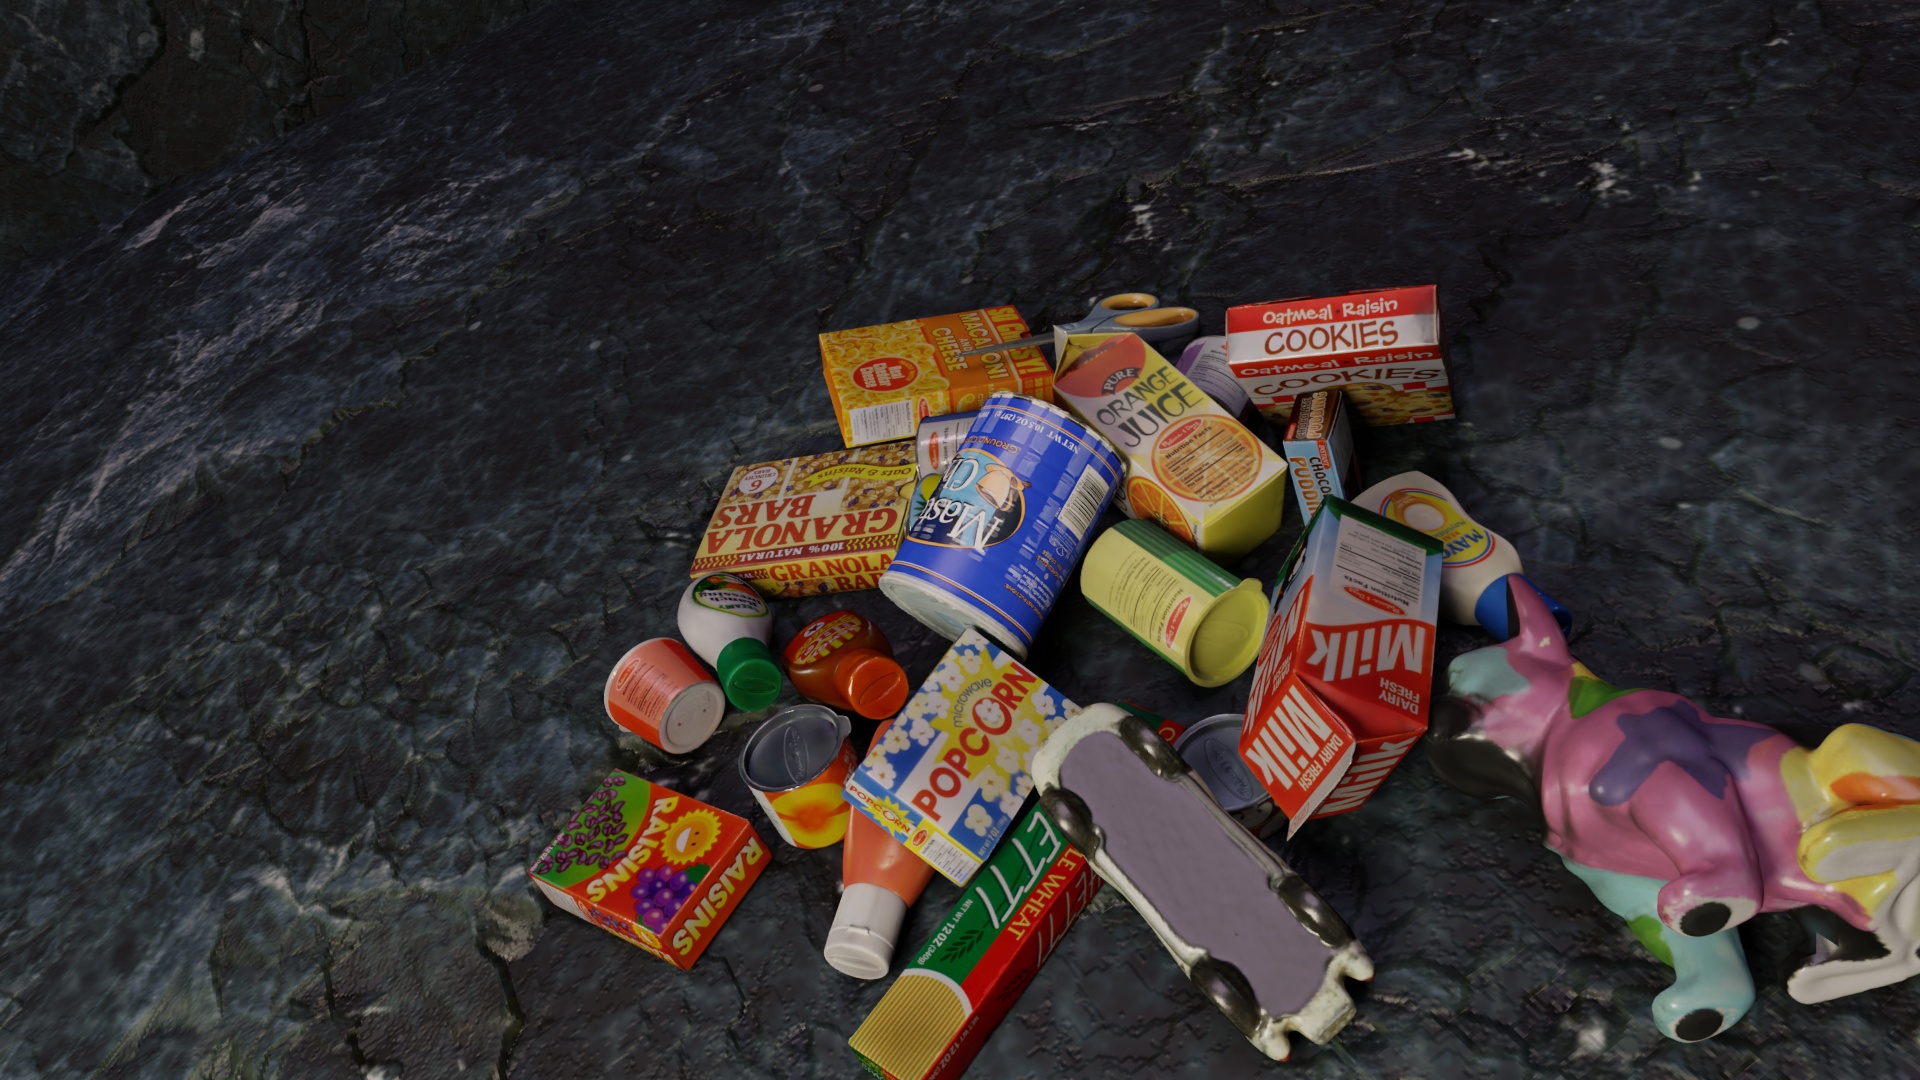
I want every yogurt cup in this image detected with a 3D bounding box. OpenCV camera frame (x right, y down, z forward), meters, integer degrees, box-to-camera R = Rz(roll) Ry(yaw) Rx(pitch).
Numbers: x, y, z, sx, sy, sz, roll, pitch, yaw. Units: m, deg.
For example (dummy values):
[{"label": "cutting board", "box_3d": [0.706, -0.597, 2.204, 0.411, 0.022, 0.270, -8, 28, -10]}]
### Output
[{"label": "yogurt cup", "box_3d": [-0.194, 0.105, 0.923, 0.054, 0.072, 0.073, 29, 61, 35]}]

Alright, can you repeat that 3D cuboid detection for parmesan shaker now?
[{"label": "parmesan shaker", "box_3d": [0.131, 0.033, 0.845, 0.071, 0.071, 0.103, -35, 39, -15]}]

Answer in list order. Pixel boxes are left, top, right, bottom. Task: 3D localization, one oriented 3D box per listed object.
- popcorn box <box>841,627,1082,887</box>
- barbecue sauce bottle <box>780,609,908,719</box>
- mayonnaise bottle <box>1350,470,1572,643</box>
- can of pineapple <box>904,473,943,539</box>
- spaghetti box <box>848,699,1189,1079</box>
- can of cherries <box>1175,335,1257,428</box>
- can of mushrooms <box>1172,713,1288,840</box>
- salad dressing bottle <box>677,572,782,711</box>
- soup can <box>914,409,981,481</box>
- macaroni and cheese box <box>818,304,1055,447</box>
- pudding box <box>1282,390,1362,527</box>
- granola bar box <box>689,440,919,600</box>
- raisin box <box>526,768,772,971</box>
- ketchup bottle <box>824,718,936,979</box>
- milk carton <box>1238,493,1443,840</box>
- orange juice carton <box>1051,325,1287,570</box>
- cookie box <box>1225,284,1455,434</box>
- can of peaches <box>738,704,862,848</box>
[{"label": "popcorn box", "box_3d": [0.002, 0.119, 0.784, 0.085, 0.038, 0.127, 36, 47, 5]}, {"label": "barbecue sauce bottle", "box_3d": [-0.068, 0.079, 0.862, 0.065, 0.043, 0.148, -35, 14, -12]}, {"label": "mayonnaise bottle", "box_3d": [0.291, 0.014, 0.812, 0.065, 0.041, 0.148, -26, 38, -9]}, {"label": "can of pineapple", "box_3d": [0.003, -0.012, 0.961, 0.058, 0.070, 0.071, 3, 45, 28]}, {"label": "spaghetti box", "box_3d": [0.040, 0.186, 0.744, 0.050, 0.028, 0.251, 19, 54, 39]}, {"label": "can of cherries", "box_3d": [0.177, -0.100, 0.984, 0.071, 0.071, 0.059, 7, 49, 32]}, {"label": "can of mushrooms", "box_3d": [0.150, 0.129, 0.754, 0.071, 0.033, 0.071, -14, 39, 11]}, {"label": "salad dressing bottle", "box_3d": [-0.152, 0.067, 0.935, 0.064, 0.044, 0.148, 10, 16, -23]}, {"label": "soup can", "box_3d": [0.018, -0.063, 1.017, 0.084, 0.071, 0.072, -6, 41, 19]}, {"label": "macaroni and cheese box", "box_3d": [-0.020, -0.134, 1.103, 0.167, 0.040, 0.124, -11, 37, -9]}, {"label": "pudding box", "box_3d": [0.231, -0.047, 0.880, 0.030, 0.083, 0.050, -2, 43, 29]}, {"label": "granola bar box", "box_3d": [-0.106, -0.014, 1.038, 0.165, 0.039, 0.125, -7, 41, 18]}, {"label": "raisin box", "box_3d": [-0.186, 0.195, 0.834, 0.123, 0.040, 0.086, 11, 48, 36]}, {"label": "ketchup bottle", "box_3d": [-0.037, 0.171, 0.784, 0.065, 0.043, 0.149, 9, 47, 11]}, {"label": "milk carton", "box_3d": [0.201, 0.068, 0.735, 0.073, 0.072, 0.192, 23, 43, 3]}, {"label": "orange juice carton", "box_3d": [0.123, -0.068, 0.922, 0.073, 0.071, 0.193, -34, 58, -14]}, {"label": "cookie box", "box_3d": [0.247, -0.112, 0.888, 0.123, 0.167, 0.040, -4, 78, 22]}, {"label": "can of peaches", "box_3d": [-0.089, 0.141, 0.835, 0.071, 0.057, 0.071, -13, 39, 11]}]
